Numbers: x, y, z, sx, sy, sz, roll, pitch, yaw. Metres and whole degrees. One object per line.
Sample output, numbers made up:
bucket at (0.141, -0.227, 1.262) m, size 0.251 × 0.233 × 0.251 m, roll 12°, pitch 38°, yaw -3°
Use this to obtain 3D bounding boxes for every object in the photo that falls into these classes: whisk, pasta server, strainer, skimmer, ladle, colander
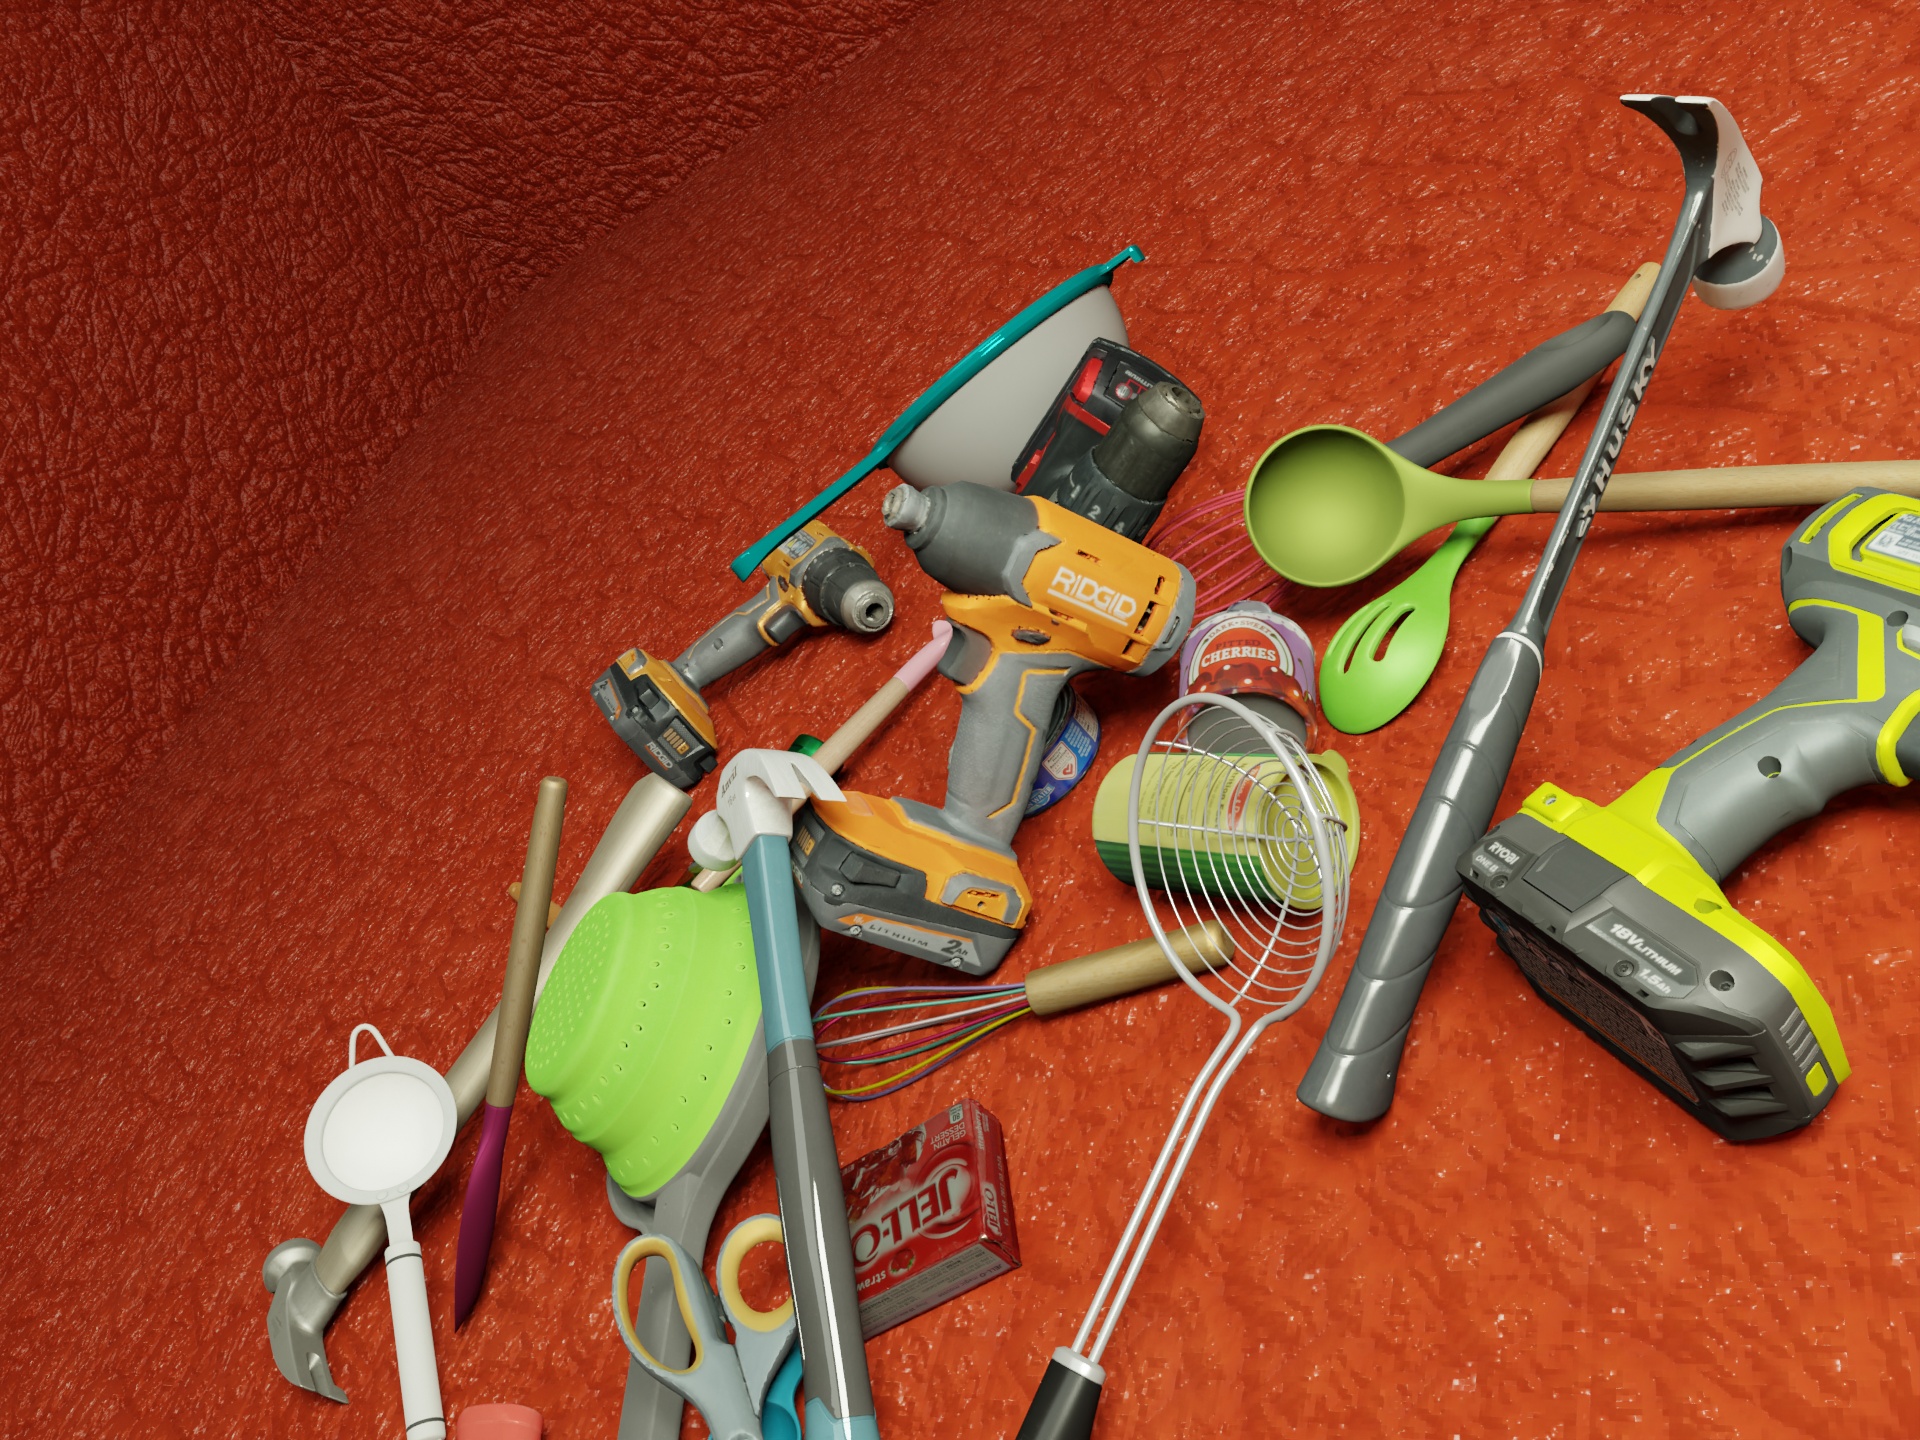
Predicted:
whisk at (0.017, 0.132, 0.759) m, size 0.245 × 0.051 × 0.047 m, roll -21°, pitch 30°, yaw 29°
pasta server at (-0.061, -0.010, 1.010) m, size 0.316 × 0.040 × 0.060 m, roll -47°, pitch 9°, yaw -21°
strainer at (-0.313, 0.292, 0.888) m, size 0.087 × 0.050 × 0.259 m, roll -17°, pitch 55°, yaw -9°
skimmer at (0.047, 0.166, 0.581) m, size 0.127 × 0.090 × 0.363 m, roll -7°, pitch 52°, yaw 63°
strainer at (0.000, -0.172, 1.077) m, size 0.340 × 0.095 × 0.211 m, roll -41°, pitch 4°, yaw -20°
ladle at (0.272, -0.098, 0.691) m, size 0.320 × 0.078 × 0.062 m, roll 3°, pitch 11°, yaw 39°
colander at (-0.167, 0.215, 0.783) m, size 0.204 × 0.094 × 0.398 m, roll -44°, pitch 30°, yaw 36°
whisk at (0.206, -0.122, 0.819) m, size 0.296 × 0.073 × 0.073 m, roll -31°, pitch 31°, yaw 27°

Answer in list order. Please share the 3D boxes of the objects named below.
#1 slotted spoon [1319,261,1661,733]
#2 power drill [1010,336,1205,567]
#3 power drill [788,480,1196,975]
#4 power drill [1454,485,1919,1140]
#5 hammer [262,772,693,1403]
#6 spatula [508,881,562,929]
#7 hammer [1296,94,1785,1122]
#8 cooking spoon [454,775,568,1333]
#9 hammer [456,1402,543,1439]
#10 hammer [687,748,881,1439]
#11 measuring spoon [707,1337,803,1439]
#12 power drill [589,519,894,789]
slotted spoon at (0.270, -0.121, 0.792) m, size 0.314 × 0.031 × 0.070 m, roll -51°, pitch 26°, yaw -17°
power drill at (0.081, -0.139, 0.905) m, size 0.187 × 0.080 × 0.227 m, roll -55°, pitch 8°, yaw 34°
power drill at (-0.001, -0.002, 0.777) m, size 0.226 × 0.164 × 0.084 m, roll -63°, pitch 28°, yaw 9°
power drill at (0.294, 0.022, 0.524) m, size 0.223 × 0.080 × 0.171 m, roll -41°, pitch 29°, yaw -2°
hammer at (-0.292, 0.214, 0.987) m, size 0.410 × 0.038 × 0.146 m, roll -56°, pitch 32°, yaw -6°
spatula at (-0.267, 0.145, 1.096) m, size 0.323 × 0.041 × 0.081 m, roll 13°, pitch 68°, yaw 58°
hammer at (0.218, -0.041, 0.603) m, size 0.036 × 0.149 × 0.409 m, roll 20°, pitch 84°, yaw 37°
cooking spoon at (-0.246, 0.184, 0.864) m, size 0.069 × 0.017 × 0.319 m, roll -114°, pitch 35°, yaw -77°
hammer at (-0.186, 0.421, 0.629) m, size 0.149 × 0.036 × 0.359 m, roll -48°, pitch 28°, yaw 5°
hammer at (-0.073, 0.158, 0.698) m, size 0.128 × 0.033 × 0.331 m, roll -52°, pitch 41°, yaw 47°
measuring spoon at (-0.070, 0.282, 0.698) m, size 0.042 × 0.021 × 0.129 m, roll 2°, pitch 39°, yaw 24°
power drill at (-0.154, -0.052, 1.181) m, size 0.226 × 0.084 × 0.185 m, roll -42°, pitch 30°, yaw -6°
